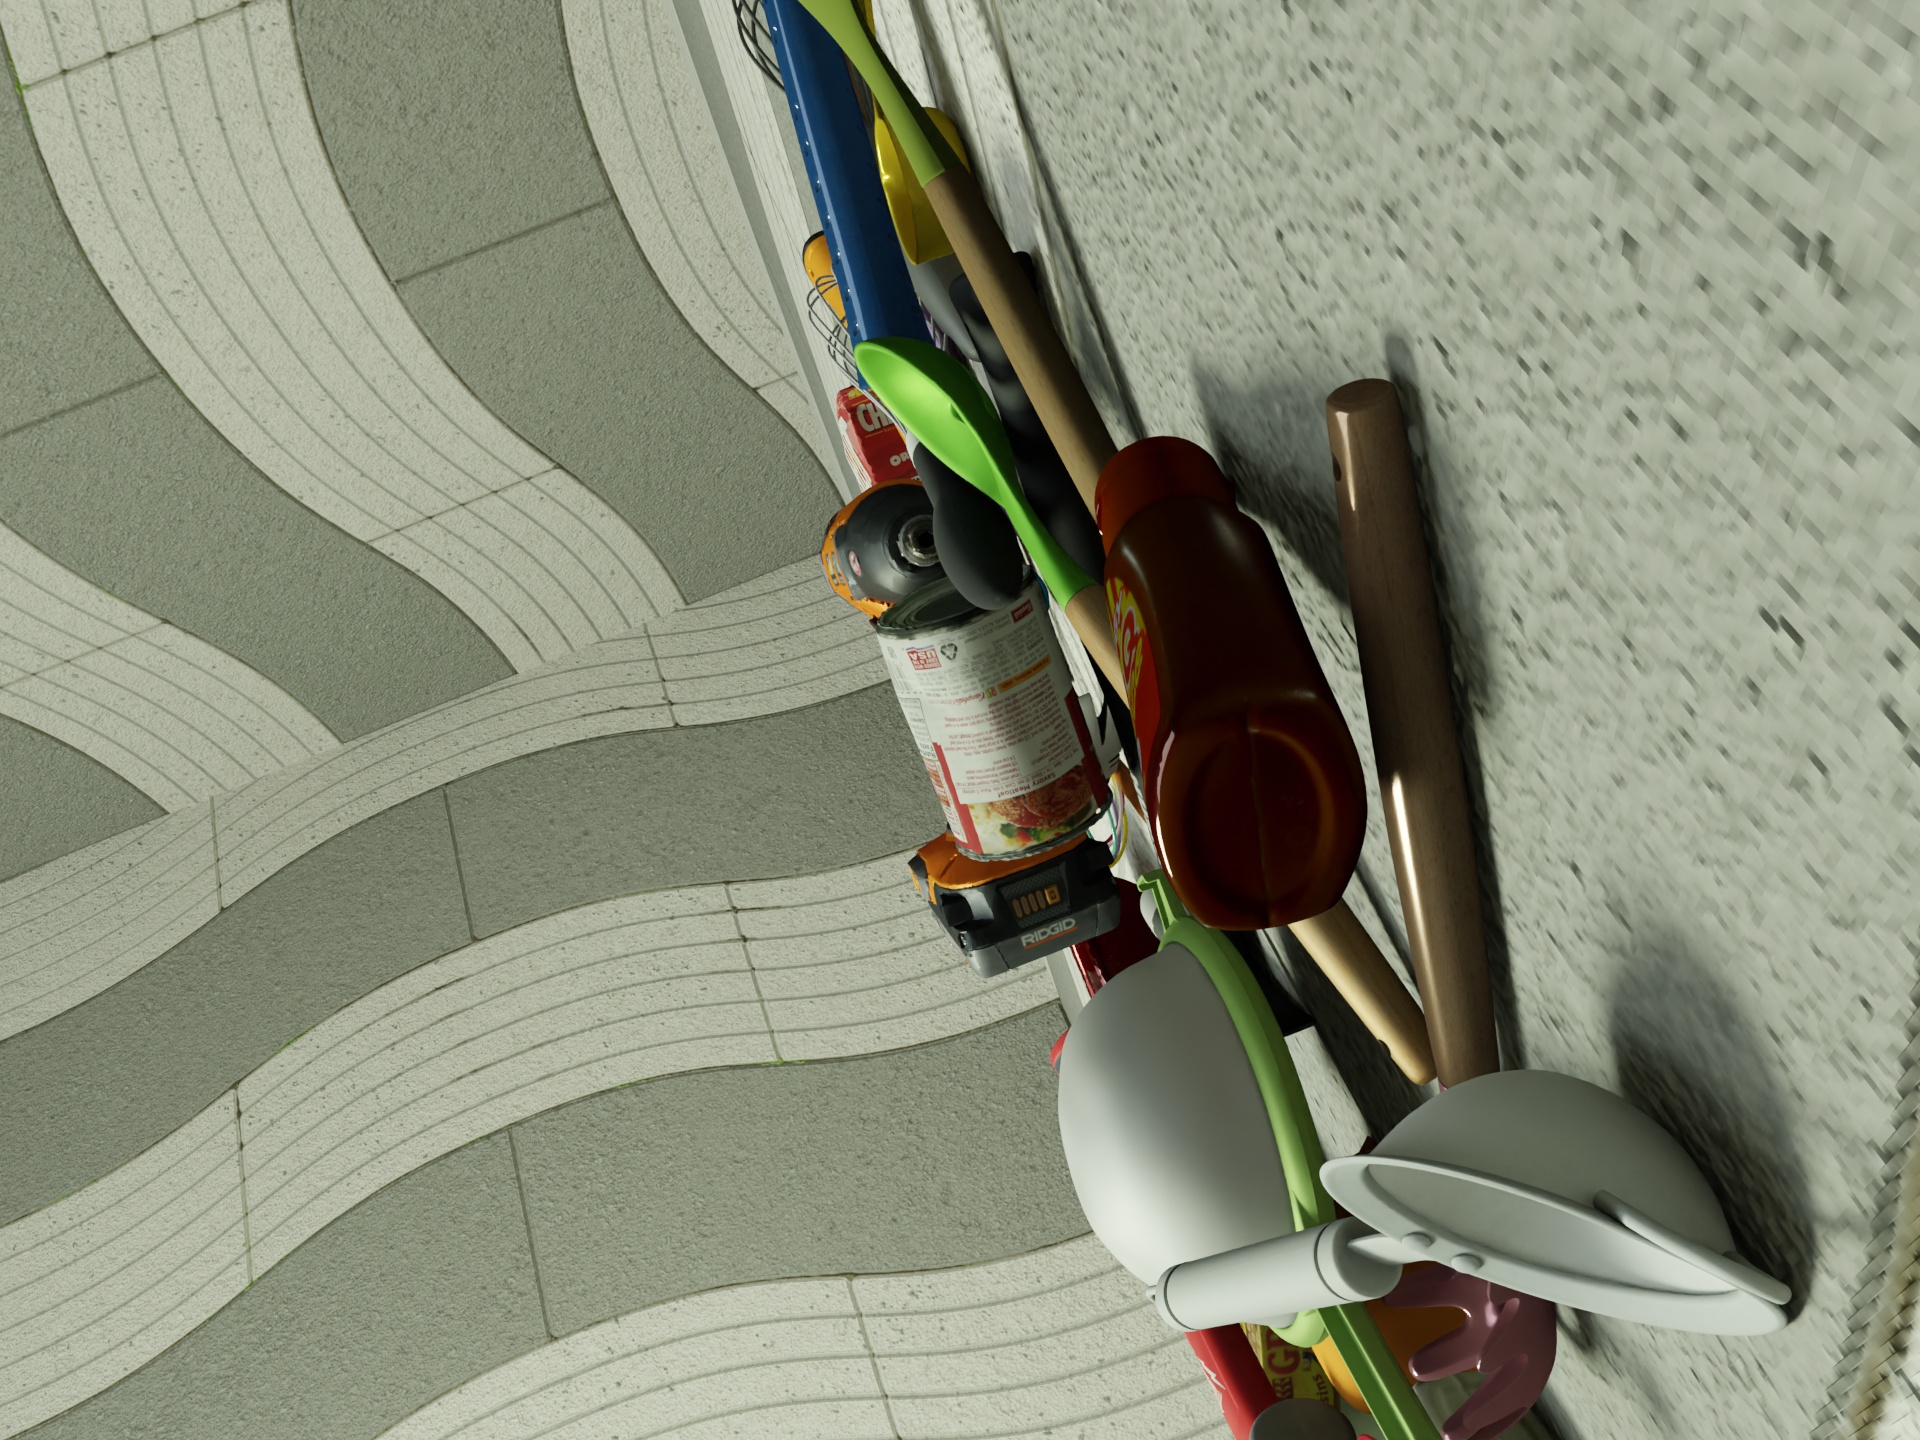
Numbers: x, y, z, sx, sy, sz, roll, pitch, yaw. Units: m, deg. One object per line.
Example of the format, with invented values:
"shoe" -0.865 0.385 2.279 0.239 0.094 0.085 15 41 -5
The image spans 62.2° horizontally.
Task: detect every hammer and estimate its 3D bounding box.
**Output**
"hammer" -0.076 -0.321 0.566 0.144 0.035 0.405 -121 15 -75
"hammer" 0.105 0.267 0.754 0.387 0.038 0.143 -119 17 -70
"hammer" 0.064 -0.019 0.623 0.146 0.035 0.334 -117 6 -66
"hammer" -0.004 -0.123 0.814 0.127 0.034 0.337 89 156 -70

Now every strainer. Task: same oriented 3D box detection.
"strainer" 0.096 0.122 0.371 0.050 0.087 0.258 -67 6 -29
"strainer" 0.082 0.169 0.511 0.257 0.069 0.151 -117 16 -65

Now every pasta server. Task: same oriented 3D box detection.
"pasta server" 0.110 0.067 0.377 0.060 0.040 0.316 -108 -1 -57

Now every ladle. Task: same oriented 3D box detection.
"ladle" 0.018 -0.154 0.504 0.320 0.062 0.078 61 176 -7

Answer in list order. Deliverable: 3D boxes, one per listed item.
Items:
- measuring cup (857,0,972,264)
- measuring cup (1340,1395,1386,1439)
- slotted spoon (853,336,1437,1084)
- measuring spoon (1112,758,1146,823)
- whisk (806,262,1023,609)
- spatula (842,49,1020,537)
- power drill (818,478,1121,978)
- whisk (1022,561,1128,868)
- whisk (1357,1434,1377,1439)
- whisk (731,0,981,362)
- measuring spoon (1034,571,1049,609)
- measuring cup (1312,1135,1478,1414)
"measuring cup" -0.021 -0.251 0.592 0.062 0.029 0.156 -117 15 -61
"measuring cup" 0.213 0.379 0.864 0.167 0.038 0.083 69 178 -63
"slotted spoon" 0.054 -0.019 0.509 0.314 0.031 0.070 56 179 25
"measuring spoon" 0.089 0.031 0.807 0.117 0.011 0.021 -123 20 -56
"whisk" -0.017 -0.133 0.673 0.285 0.070 0.070 -109 0 -49
"spatula" -0.028 -0.239 0.813 0.060 0.018 0.315 -123 10 -71
"power drill" -0.001 -0.002 0.739 0.164 0.084 0.226 -165 55 -80
"whisk" 0.041 -0.032 0.885 0.051 0.047 0.245 111 140 -85
"whisk" 0.203 0.336 0.563 0.296 0.073 0.073 -178 65 -80
"whisk" -0.040 -0.253 0.697 0.239 0.055 0.055 62 176 17
"measuring spoon" 0.044 -0.023 0.855 0.021 0.042 0.129 74 174 -82
"measuring cup" 0.150 0.219 0.626 0.173 0.052 0.095 85 162 -74
